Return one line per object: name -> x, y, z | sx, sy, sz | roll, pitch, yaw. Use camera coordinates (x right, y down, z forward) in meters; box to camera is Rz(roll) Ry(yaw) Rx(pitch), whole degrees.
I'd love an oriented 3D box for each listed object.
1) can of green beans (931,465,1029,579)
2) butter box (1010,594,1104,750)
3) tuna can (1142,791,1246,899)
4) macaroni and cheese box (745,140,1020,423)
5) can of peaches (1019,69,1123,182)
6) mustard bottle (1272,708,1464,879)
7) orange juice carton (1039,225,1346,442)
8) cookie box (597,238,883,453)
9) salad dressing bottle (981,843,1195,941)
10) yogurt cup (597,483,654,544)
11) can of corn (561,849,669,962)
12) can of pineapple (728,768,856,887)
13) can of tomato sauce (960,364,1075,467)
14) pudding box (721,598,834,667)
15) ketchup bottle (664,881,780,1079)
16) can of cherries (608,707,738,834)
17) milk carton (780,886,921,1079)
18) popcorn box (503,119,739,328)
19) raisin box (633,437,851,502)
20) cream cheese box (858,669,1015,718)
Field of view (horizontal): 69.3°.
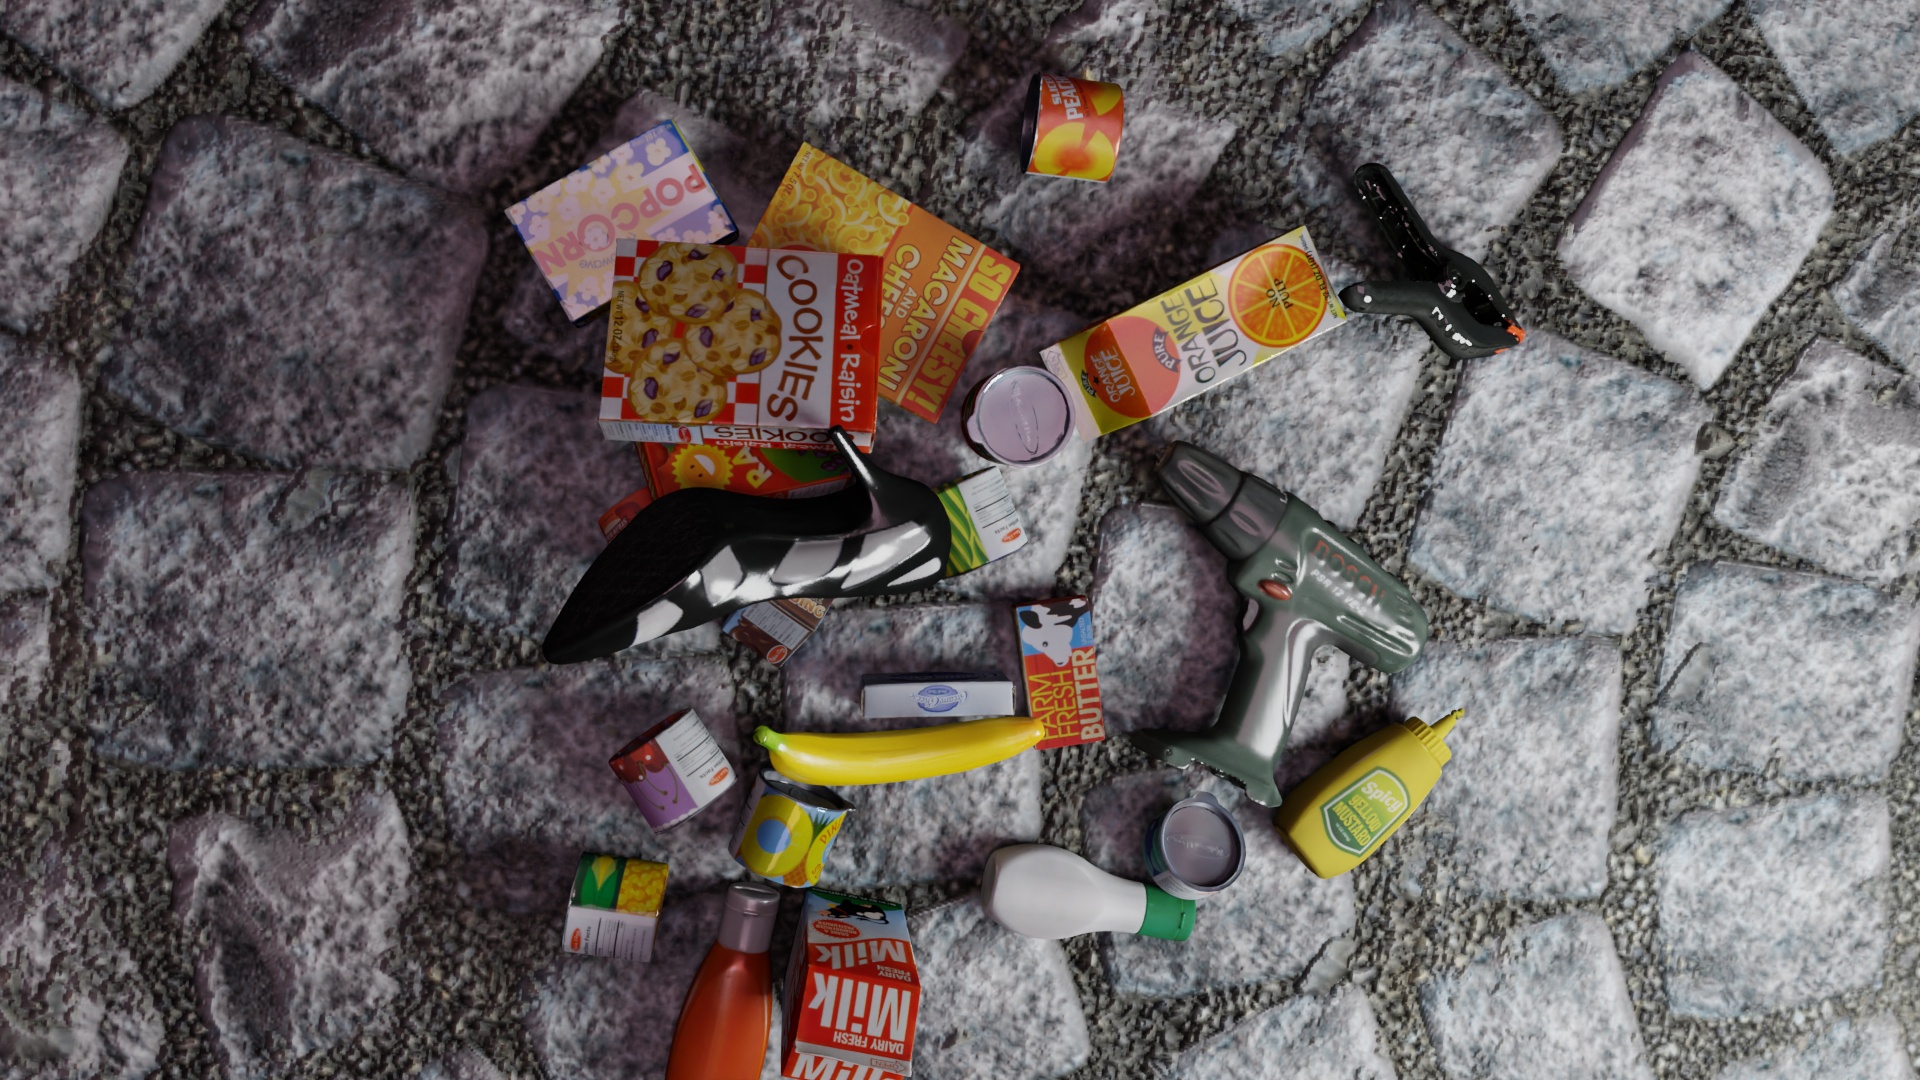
can of green beans -> 0.005, -0.012, 0.940 | 0.071, 0.071, 0.057 | -23, 95, -4
butter box -> 0.069, 0.092, 0.975 | 0.053, 0.024, 0.103 | -8, 94, -5
tuna can -> 0.164, 0.214, 0.976 | 0.071, 0.032, 0.071 | 8, 63, -15
macaroni and cheese box -> -0.062, -0.171, 0.936 | 0.166, 0.040, 0.123 | 28, 91, -7
can of peaches -> 0.074, -0.278, 0.931 | 0.058, 0.071, 0.071 | 5, 93, -8
mustard bottle -> 0.300, 0.171, 0.993 | 0.160, 0.049, 0.065 | -41, 98, -3
orange juice carton -> 0.154, -0.139, 0.947 | 0.193, 0.073, 0.071 | -26, 97, -4
cookie box -> -0.135, -0.122, 0.871 | 0.168, 0.040, 0.123 | 3, 73, -6
salad dressing bottle -> 0.090, 0.253, 0.978 | 0.148, 0.044, 0.064 | 12, 87, -9
yogurt cup -> -0.202, -0.005, 0.919 | 0.072, 0.072, 0.054 | -34, 89, -3
can of corn -> -0.230, 0.243, 0.931 | 0.058, 0.071, 0.071 | 10, 93, -8
can of pineapple -> -0.115, 0.194, 0.938 | 0.071, 0.071, 0.058 | 22, 92, -7
can of tomato sauce -> 0.035, -0.081, 0.931 | 0.071, 0.083, 0.071 | 0, 94, -6
pudding box -> -0.122, 0.049, 0.921 | 0.049, 0.083, 0.030 | 35, 57, -7
ketchup bottle -> -0.157, 0.312, 0.952 | 0.065, 0.043, 0.148 | 13, 92, -8
can of cherries -> -0.194, 0.154, 0.928 | 0.071, 0.071, 0.058 | -33, 97, -3
milk carton -> -0.072, 0.291, 0.887 | 0.072, 0.190, 0.073 | 14, 93, -7
popcorn box -> -0.222, -0.208, 0.917 | 0.127, 0.038, 0.085 | -30, 97, -4
raisin box -> -0.144, -0.058, 0.904 | 0.124, 0.040, 0.086 | -13, 71, -21
cream cheese box -> -0.017, 0.105, 0.951 | 0.104, 0.053, 0.024 | -1, 94, -7
